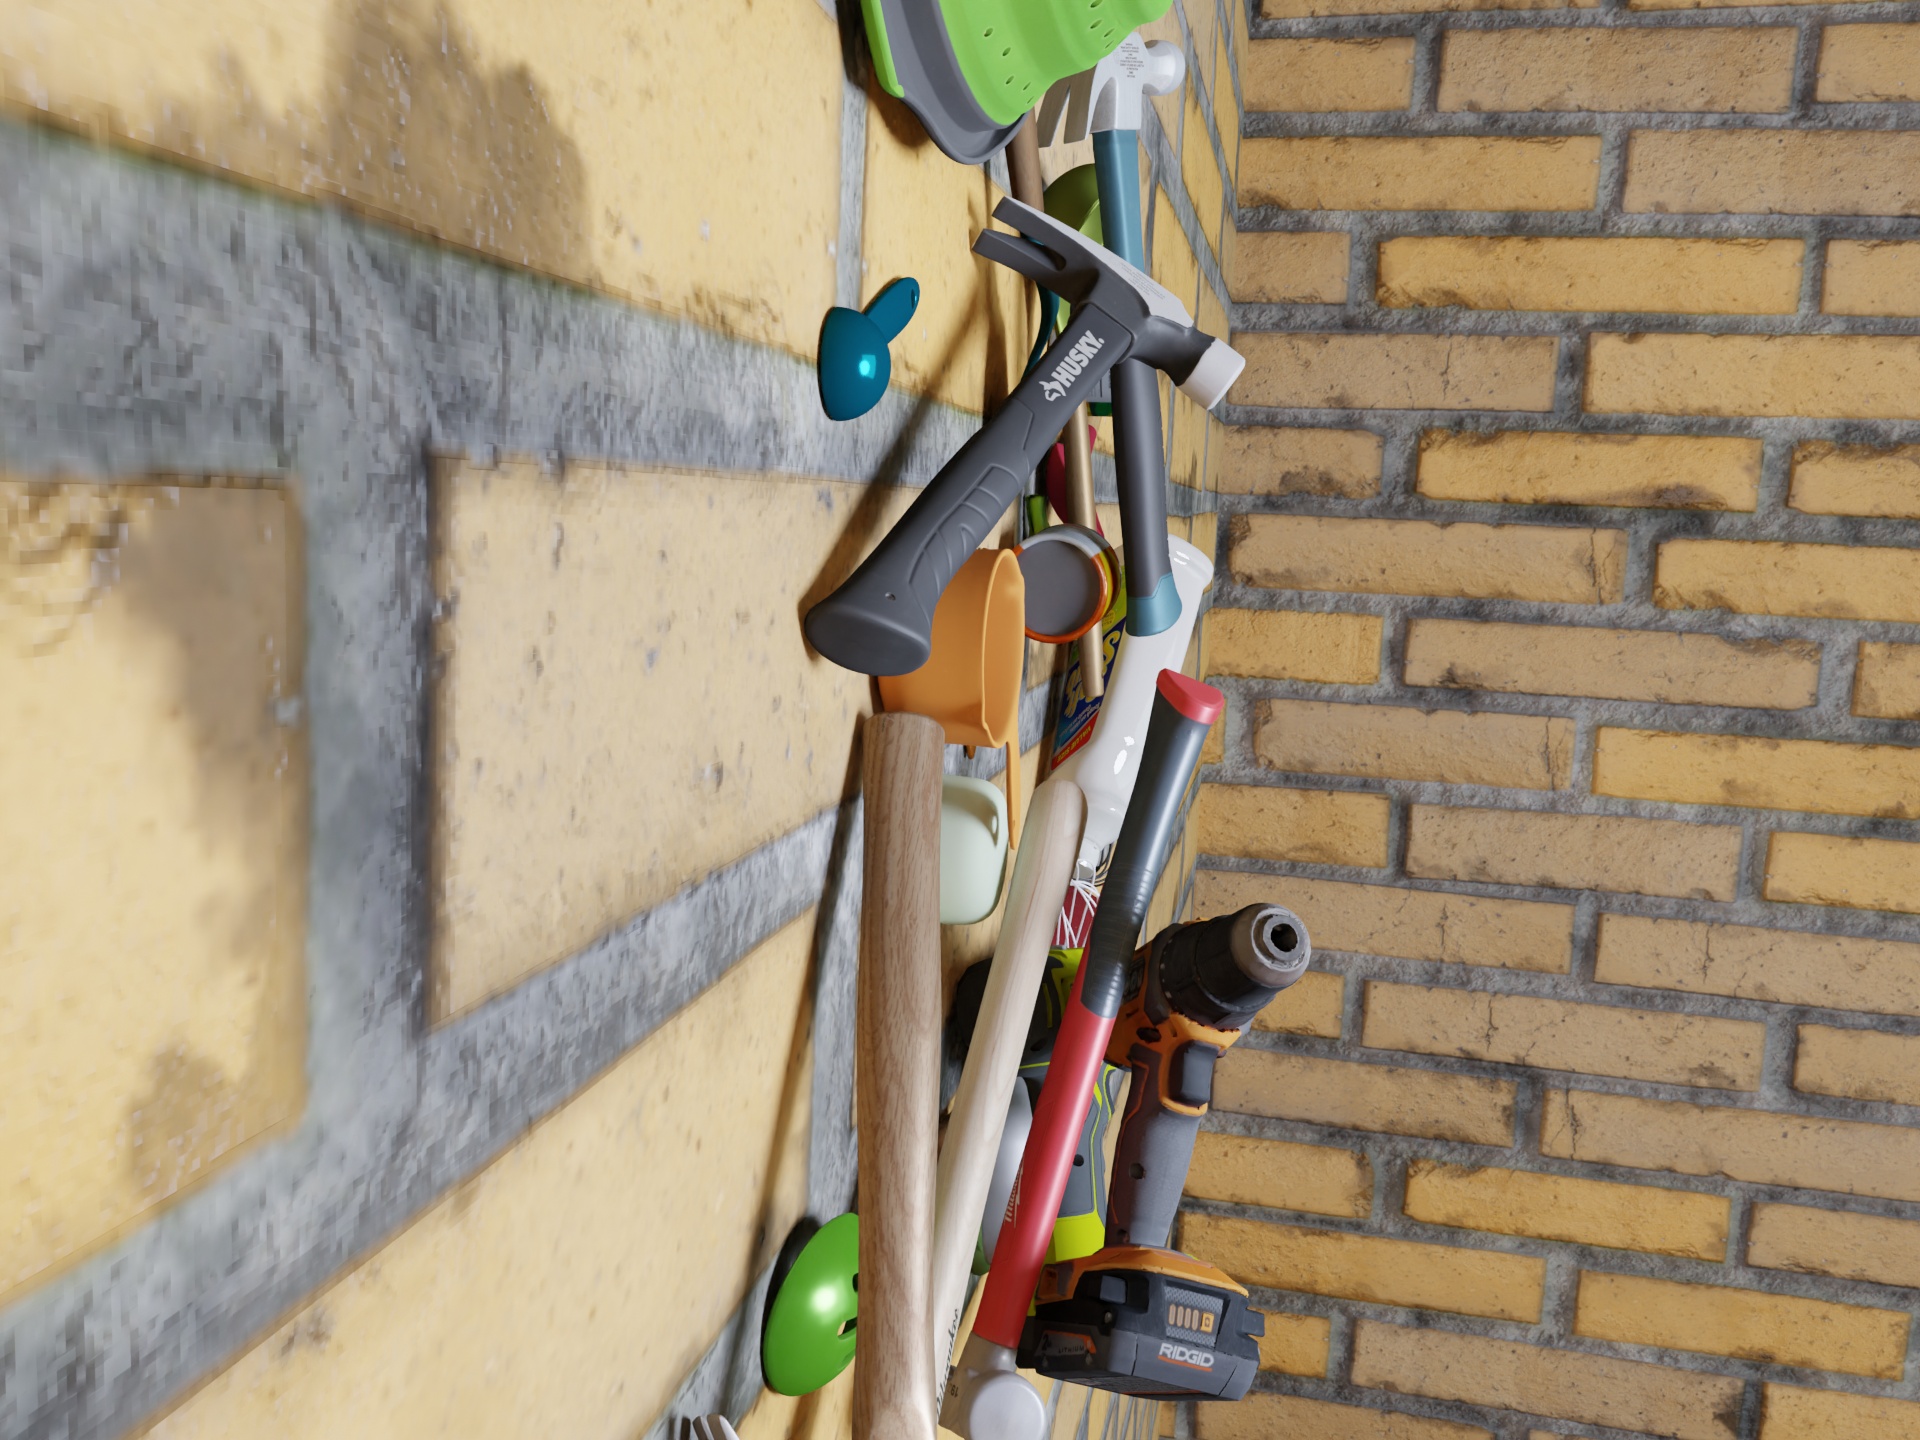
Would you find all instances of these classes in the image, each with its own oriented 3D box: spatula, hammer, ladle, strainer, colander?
[{"bbox_3d":[0.021,-0.284,0.814,0.082,0.044,0.317,-68,154,-56],"label":"spatula"},{"bbox_3d":[0.058,0.158,0.805,0.143,0.038,0.386,143,-34,-73],"label":"hammer"},{"bbox_3d":[0.098,-0.213,0.901,0.128,0.033,0.331,-25,113,-51],"label":"hammer"},{"bbox_3d":[0.019,-0.126,0.695,0.035,0.146,0.335,-51,-176,44],"label":"hammer"},{"bbox_3d":[0.005,0.186,0.707,0.146,0.038,0.411,89,15,-50],"label":"hammer"},{"bbox_3d":[0.094,-0.219,1.141,0.069,0.031,0.316,59,26,-28],"label":"ladle"},{"bbox_3d":[0.037,0.295,0.962,0.256,0.069,0.151,-59,151,-68],"label":"strainer"},{"bbox_3d":[-0.025,0.145,0.587,0.031,0.130,0.332,133,-37,-52],"label":"hammer"},{"bbox_3d":[0.083,-0.171,0.971,0.078,0.062,0.320,-36,123,-67],"label":"ladle"},{"bbox_3d":[0.056,-0.377,0.695,0.397,0.094,0.204,-64,149,-52],"label":"colander"}]

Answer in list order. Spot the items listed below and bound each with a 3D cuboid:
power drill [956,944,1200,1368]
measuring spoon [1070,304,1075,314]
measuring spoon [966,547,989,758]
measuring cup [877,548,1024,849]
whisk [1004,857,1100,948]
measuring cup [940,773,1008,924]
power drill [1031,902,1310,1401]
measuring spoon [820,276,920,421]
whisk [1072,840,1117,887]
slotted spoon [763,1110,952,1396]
[{"bbox_3d":[0.082,0.246,0.933,0.190,0.080,0.229,10,70,-55],"label":"power drill"},{"bbox_3d":[0.089,-0.290,1.126,0.124,0.018,0.034,42,53,-74],"label":"measuring spoon"},{"bbox_3d":[0.013,-0.037,0.874,0.021,0.011,0.117,2,92,-78],"label":"measuring spoon"},{"bbox_3d":[-0.001,-0.002,0.730,0.095,0.052,0.173,-73,164,-44],"label":"measuring cup"},{"bbox_3d":[0.064,0.193,1.090,0.284,0.070,0.070,89,13,-45],"label":"whisk"},{"bbox_3d":[-0.005,0.101,0.775,0.083,0.038,0.168,78,18,-52],"label":"measuring cup"},{"bbox_3d":[0.108,0.203,0.773,0.185,0.084,0.226,127,-23,-61],"label":"power drill"},{"bbox_3d":[-0.026,-0.154,0.629,0.129,0.021,0.042,-64,155,-57],"label":"measuring spoon"},{"bbox_3d":[0.100,0.009,1.227,0.055,0.055,0.239,25,65,-77],"label":"whisk"},{"bbox_3d":[-0.029,0.228,0.743,0.313,0.031,0.070,-9,107,-79],"label":"slotted spoon"}]
